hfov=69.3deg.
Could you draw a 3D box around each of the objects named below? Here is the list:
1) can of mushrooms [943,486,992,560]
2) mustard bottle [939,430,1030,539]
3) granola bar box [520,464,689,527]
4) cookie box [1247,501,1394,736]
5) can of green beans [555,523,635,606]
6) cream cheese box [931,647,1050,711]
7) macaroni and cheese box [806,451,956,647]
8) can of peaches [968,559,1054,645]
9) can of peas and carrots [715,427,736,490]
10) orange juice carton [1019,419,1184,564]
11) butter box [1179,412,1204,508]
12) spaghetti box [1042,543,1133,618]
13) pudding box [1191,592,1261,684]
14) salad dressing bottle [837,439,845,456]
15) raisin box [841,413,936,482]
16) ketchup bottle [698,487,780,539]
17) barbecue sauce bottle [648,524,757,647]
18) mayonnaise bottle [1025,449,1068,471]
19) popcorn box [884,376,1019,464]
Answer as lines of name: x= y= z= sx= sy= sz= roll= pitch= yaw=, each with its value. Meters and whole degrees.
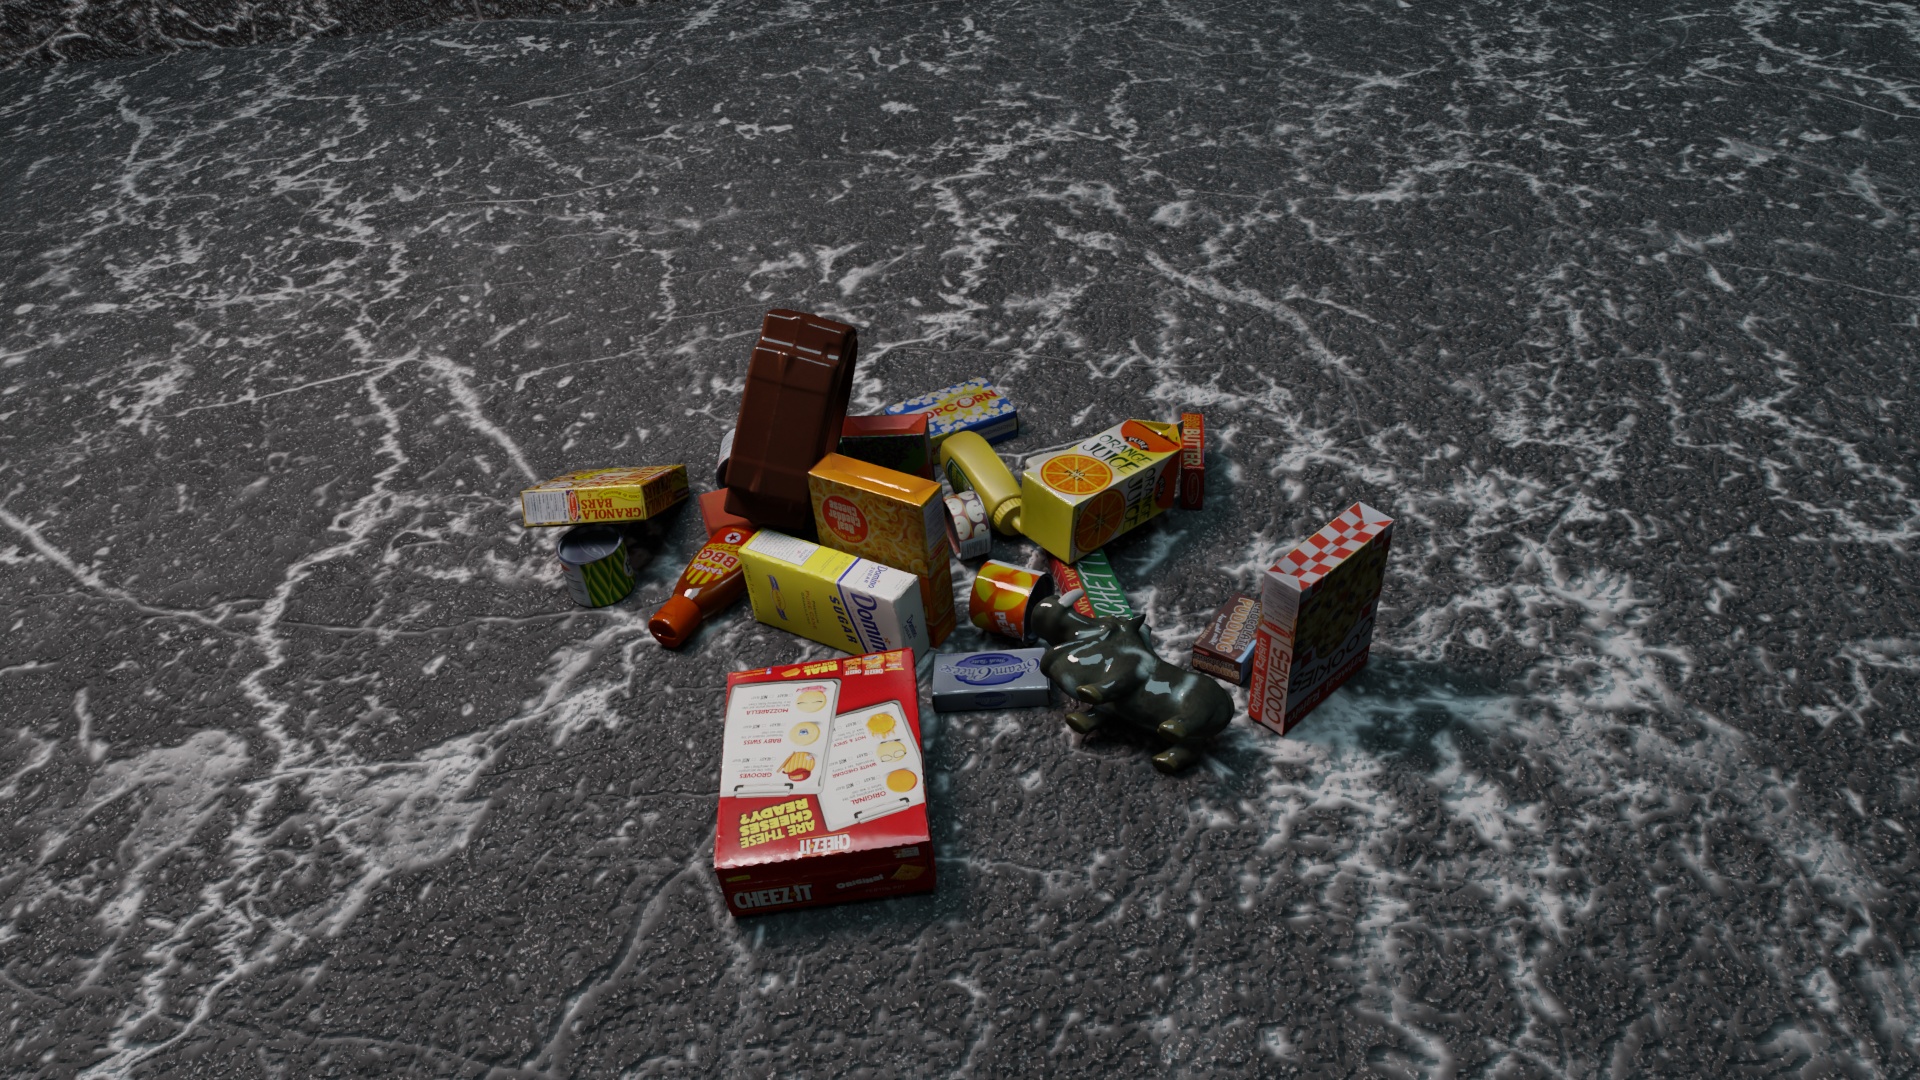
can of mushrooms: x=0.005 y=-0.017 z=1.381 sx=0.033 sy=0.070 sz=0.071 roll=-17 pitch=39 yaw=-10
mustard bottle: x=0.033 y=-0.049 z=1.424 sx=0.049 sy=0.065 sz=0.161 roll=-23 pitch=45 yaw=-17
granola bar box: x=-0.364 y=-0.047 z=1.438 sx=0.124 sy=0.039 sz=0.166 roll=-3 pitch=10 yaw=5
cookie box: x=0.297 y=0.066 z=1.154 sx=0.123 sy=0.166 sz=0.040 roll=-32 pitch=48 yaw=-29
can of green beans: x=-0.364 y=0.024 z=1.388 sx=0.071 sy=0.057 sz=0.071 roll=-4 pitch=38 yaw=3
cream cheese box: x=0.027 y=0.123 z=1.233 sx=0.104 sy=0.024 sz=0.054 roll=-4 pitch=38 yaw=3
macaroni and cheese box: x=-0.070 y=0.009 z=1.278 sx=0.124 sy=0.165 sz=0.040 roll=17 pitch=43 yaw=27
can of peaches: x=0.047 y=0.057 z=1.283 sx=0.058 sy=0.071 sz=0.071 roll=15 pitch=42 yaw=25
can of peas and carrots: x=-0.226 y=-0.081 z=1.500 sx=0.071 sy=0.070 sz=0.059 roll=-6 pitch=37 yaw=1
orange juice carton: x=0.151 y=-0.057 z=1.366 sx=0.193 sy=0.071 sz=0.073 roll=-27 pitch=46 yaw=-33
butter box: x=0.241 y=-0.084 z=1.445 sx=0.024 sy=0.052 sz=0.104 roll=2 pitch=39 yaw=7
spaghetti box: x=0.121 y=0.040 z=1.323 sx=0.050 sy=0.028 sz=0.251 roll=-11 pitch=38 yaw=-6
pudding box: x=0.249 y=0.087 z=1.244 sx=0.050 sy=0.030 sz=0.084 roll=22 pitch=46 yaw=30
salad dressing bottle: x=-0.159 y=-0.132 z=1.571 sx=0.064 sy=0.043 sz=0.148 roll=-22 pitch=41 yaw=-21
raisin box: x=-0.070 y=-0.069 z=1.413 sx=0.086 sy=0.122 sz=0.040 roll=-2 pitch=39 yaw=5
ketchup bottle: x=-0.196 y=-0.040 z=1.458 sx=0.149 sy=0.043 sz=0.065 roll=-16 pitch=42 yaw=-12
barbecue sauce bottle: x=-0.247 y=0.044 z=1.358 sx=0.065 sy=0.043 sz=0.149 roll=14 pitch=43 yaw=23
mayonnaise bottle: x=0.146 y=-0.076 z=1.460 sx=0.148 sy=0.041 sz=0.065 roll=-14 pitch=40 yaw=-11
popcorn box: x=-0.009 y=-0.133 z=1.556 sx=0.127 sy=0.038 sz=0.085 roll=-20 pitch=41 yaw=-17
